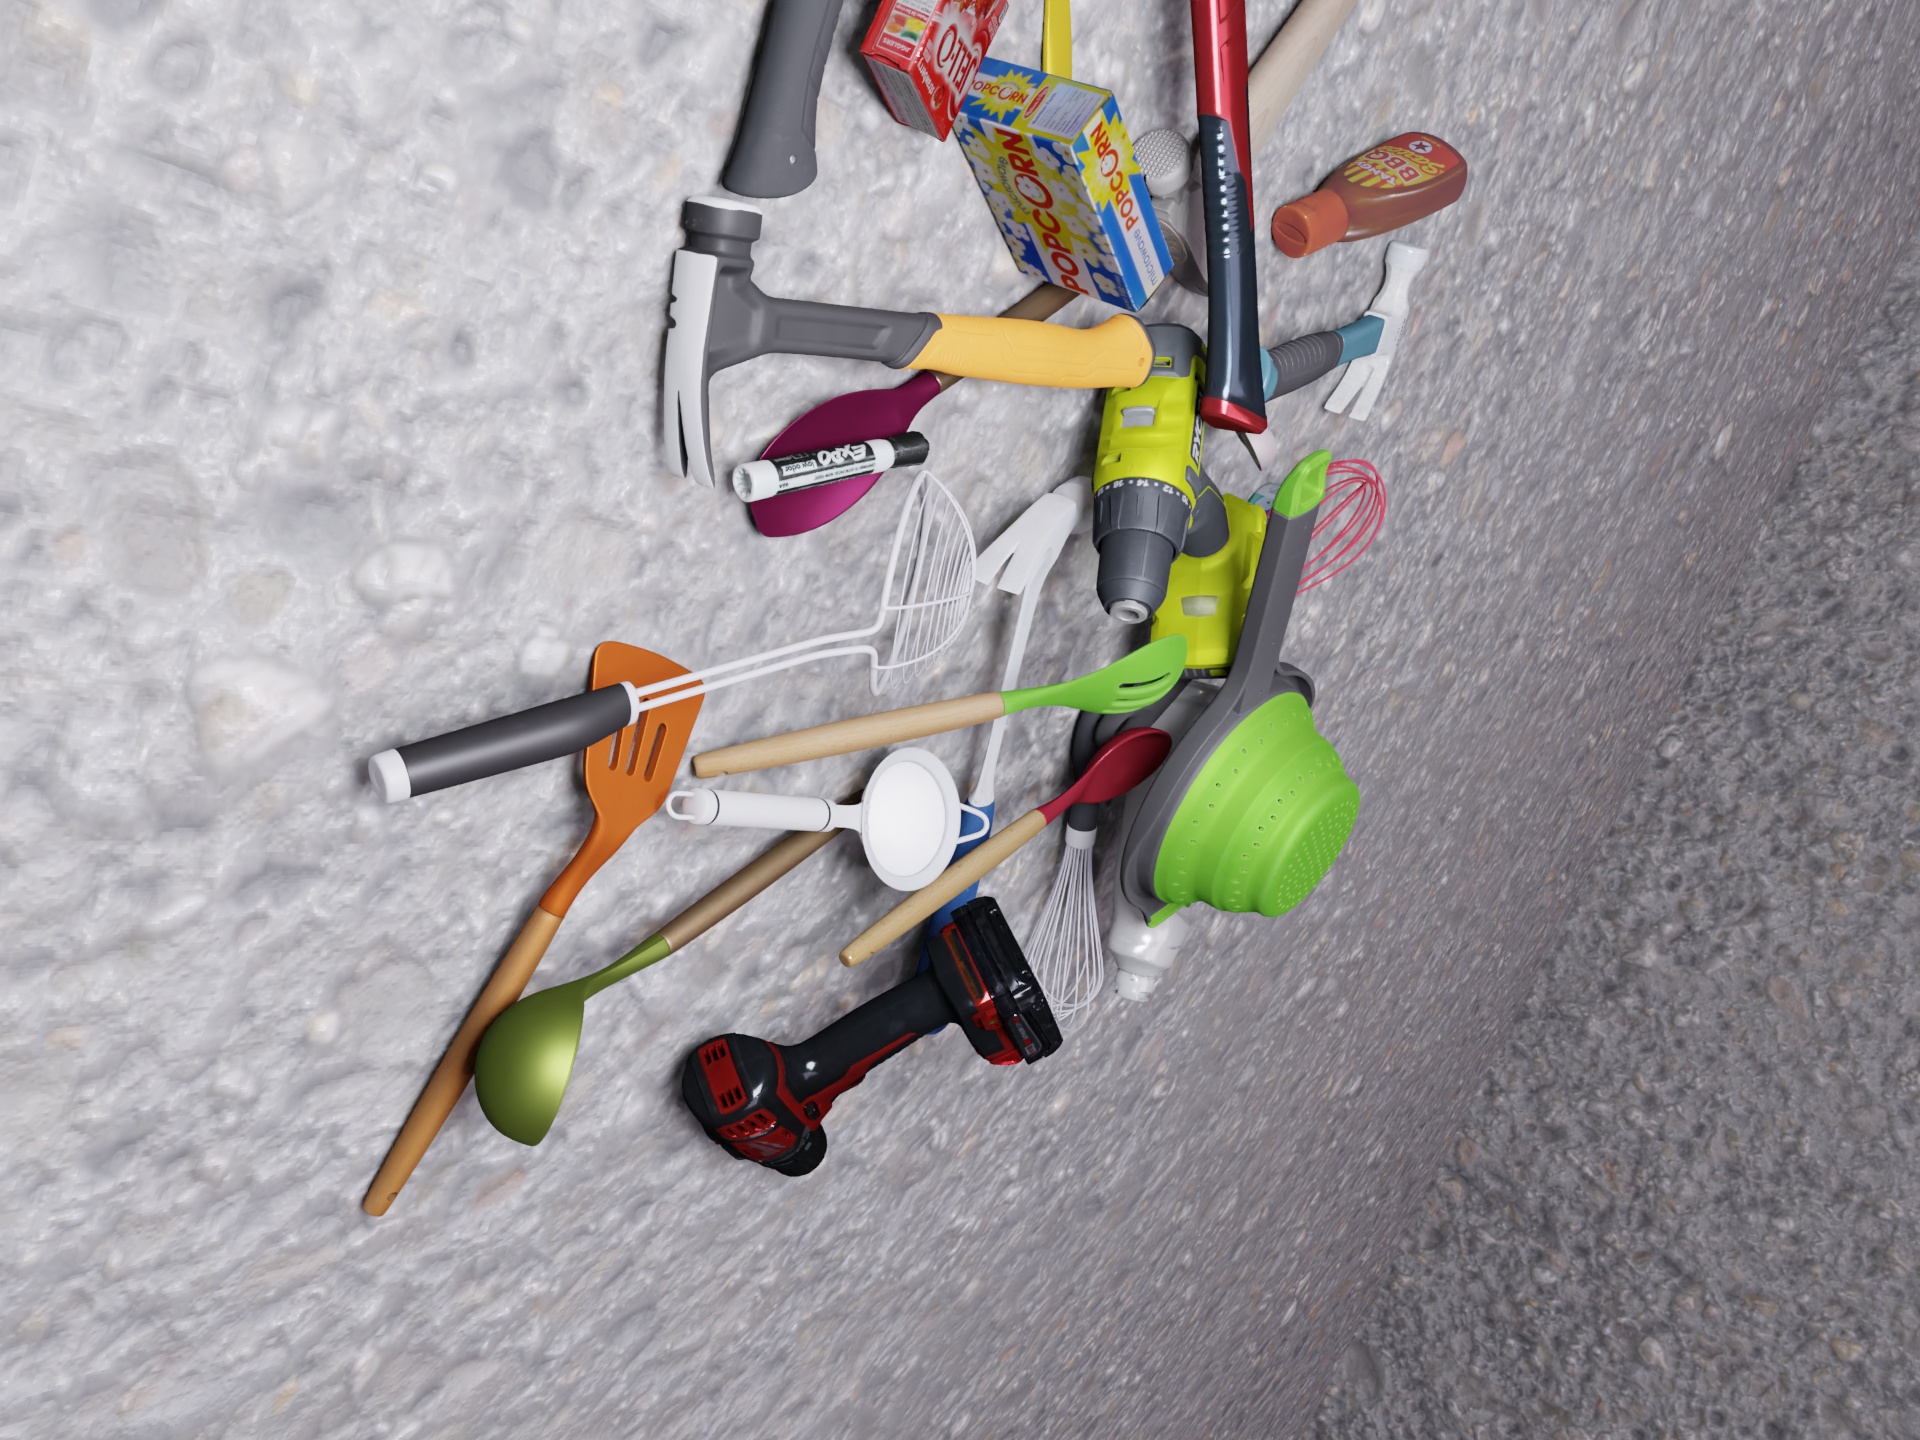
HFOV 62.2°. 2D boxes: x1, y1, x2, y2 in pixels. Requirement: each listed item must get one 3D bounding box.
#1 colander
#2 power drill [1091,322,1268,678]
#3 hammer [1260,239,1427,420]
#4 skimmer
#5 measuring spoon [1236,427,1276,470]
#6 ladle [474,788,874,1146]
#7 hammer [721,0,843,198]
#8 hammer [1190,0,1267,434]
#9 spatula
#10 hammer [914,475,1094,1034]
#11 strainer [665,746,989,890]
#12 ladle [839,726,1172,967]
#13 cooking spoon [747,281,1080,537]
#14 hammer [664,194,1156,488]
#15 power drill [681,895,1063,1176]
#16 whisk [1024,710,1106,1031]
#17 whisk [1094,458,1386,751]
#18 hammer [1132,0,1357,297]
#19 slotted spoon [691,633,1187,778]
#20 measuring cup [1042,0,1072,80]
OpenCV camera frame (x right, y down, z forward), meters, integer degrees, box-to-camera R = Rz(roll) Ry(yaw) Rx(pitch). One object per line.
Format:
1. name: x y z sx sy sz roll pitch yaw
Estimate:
1. colander: 0.217 0.008 1.054 0.204 0.095 0.396 -32 144 -35
2. power drill: 0.141 -0.116 1.030 0.228 0.080 0.191 49 46 -57
3. hammer: 0.253 -0.258 1.109 0.331 0.033 0.128 -32 139 -54
4. skimmer: -0.129 -0.039 0.802 0.363 0.090 0.127 -20 135 -36
5. measuring spoon: 0.193 -0.199 1.070 0.018 0.124 0.034 -25 114 10
6. ladle: -0.139 0.120 0.877 0.320 0.062 0.078 -35 170 -47
7. hammer: -0.046 -0.385 0.659 0.146 0.035 0.334 -7 120 -52
8. hammer: 0.154 -0.351 0.881 0.143 0.038 0.386 -32 125 -38
9. spatula: -0.225 0.112 0.813 0.081 0.041 0.322 25 98 -54
10. hammer: 0.013 0.044 1.048 0.144 0.035 0.405 -40 149 -57
11. strainer: -0.076 0.053 0.911 0.258 0.050 0.087 9 82 -54
12. ladle: 0.035 0.078 1.036 0.315 0.031 0.069 -32 152 -40
13. cooking spoon: 0.001 -0.199 0.881 0.319 0.017 0.068 -41 141 -27
14. hammer: -0.010 -0.188 0.830 0.336 0.034 0.127 -10 116 -46
15. power drill: -0.053 0.219 1.025 0.226 0.080 0.187 -26 149 -3
16. whisk: 0.087 0.114 1.212 0.070 0.070 0.284 -21 125 -44
17. whisk: 0.203 -0.084 1.158 0.296 0.073 0.073 -45 145 -9
18. hammer: 0.241 -0.456 0.992 0.410 0.038 0.146 -57 149 -5
19. slotted spoon: -0.001 -0.003 0.920 0.313 0.031 0.070 -12 154 -21
20. measuring cup: 0.060 -0.369 0.817 0.062 0.029 0.156 -33 137 -35
